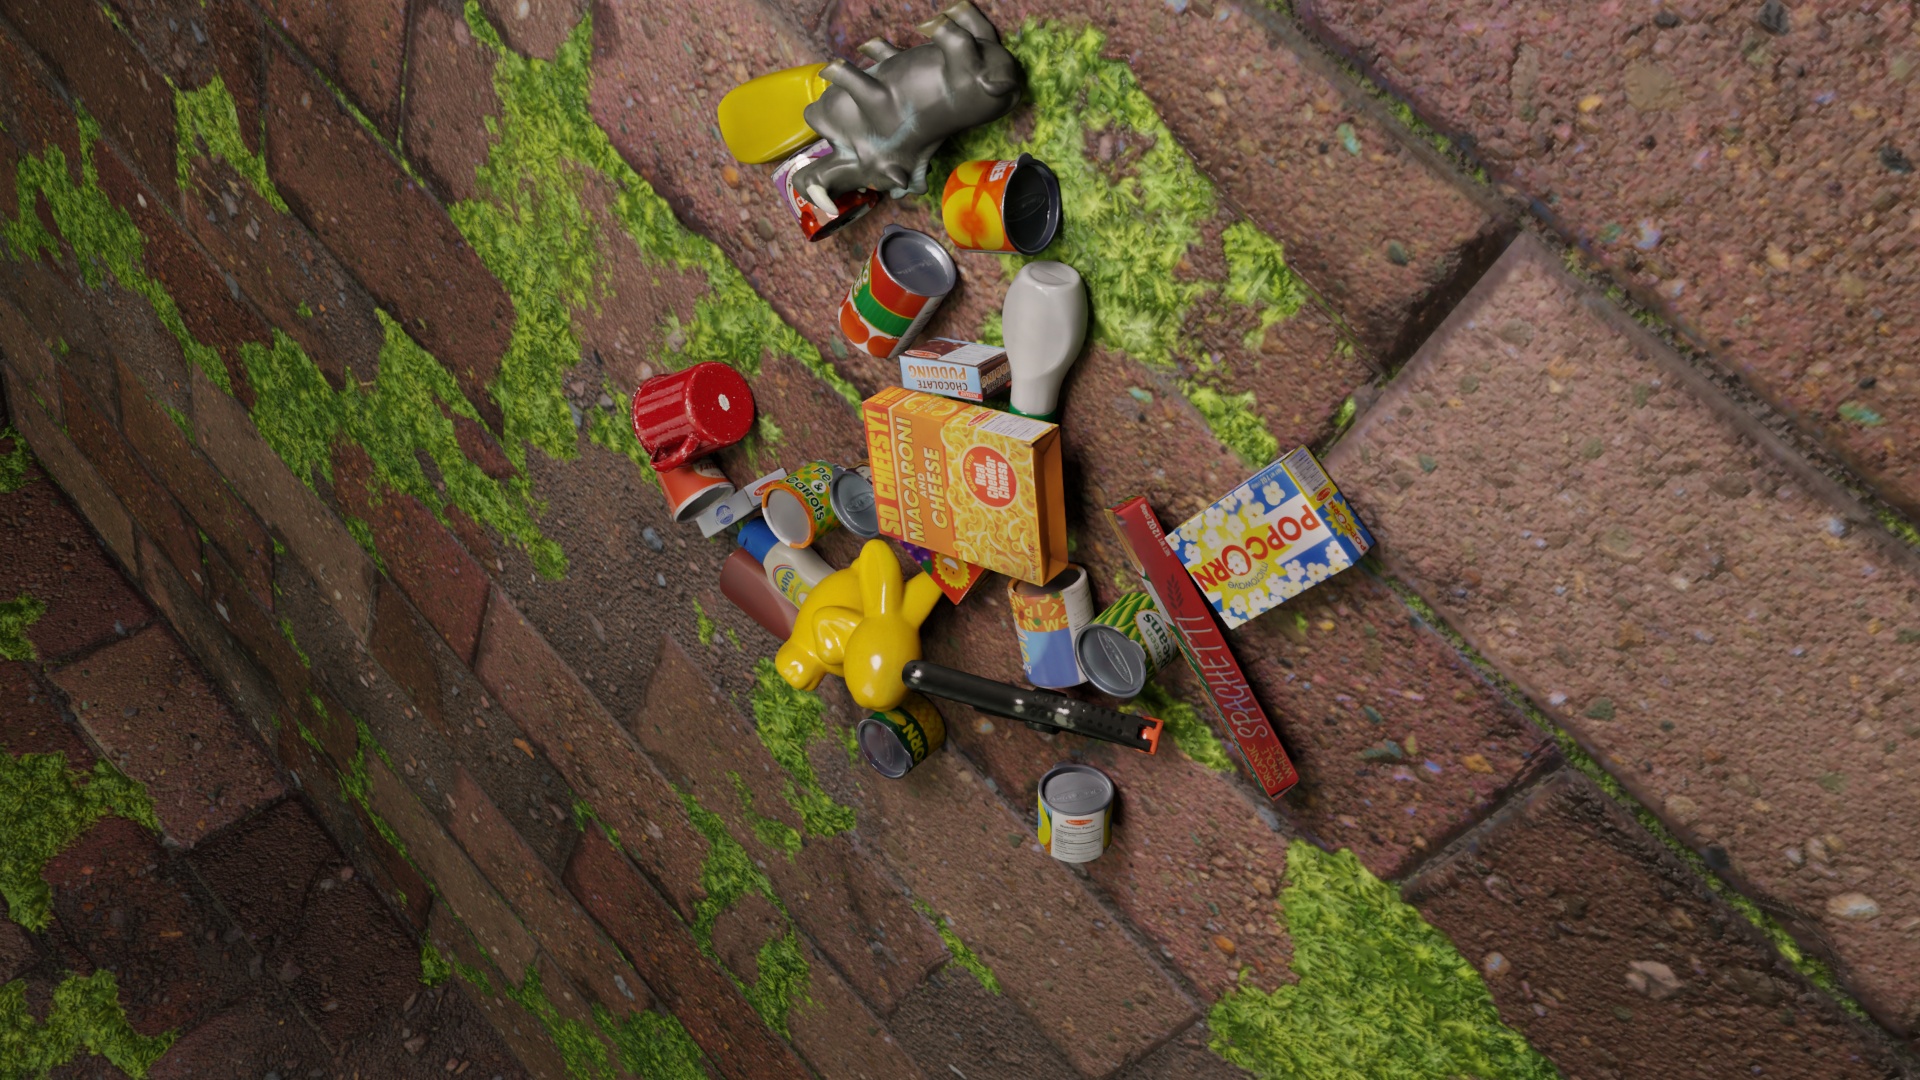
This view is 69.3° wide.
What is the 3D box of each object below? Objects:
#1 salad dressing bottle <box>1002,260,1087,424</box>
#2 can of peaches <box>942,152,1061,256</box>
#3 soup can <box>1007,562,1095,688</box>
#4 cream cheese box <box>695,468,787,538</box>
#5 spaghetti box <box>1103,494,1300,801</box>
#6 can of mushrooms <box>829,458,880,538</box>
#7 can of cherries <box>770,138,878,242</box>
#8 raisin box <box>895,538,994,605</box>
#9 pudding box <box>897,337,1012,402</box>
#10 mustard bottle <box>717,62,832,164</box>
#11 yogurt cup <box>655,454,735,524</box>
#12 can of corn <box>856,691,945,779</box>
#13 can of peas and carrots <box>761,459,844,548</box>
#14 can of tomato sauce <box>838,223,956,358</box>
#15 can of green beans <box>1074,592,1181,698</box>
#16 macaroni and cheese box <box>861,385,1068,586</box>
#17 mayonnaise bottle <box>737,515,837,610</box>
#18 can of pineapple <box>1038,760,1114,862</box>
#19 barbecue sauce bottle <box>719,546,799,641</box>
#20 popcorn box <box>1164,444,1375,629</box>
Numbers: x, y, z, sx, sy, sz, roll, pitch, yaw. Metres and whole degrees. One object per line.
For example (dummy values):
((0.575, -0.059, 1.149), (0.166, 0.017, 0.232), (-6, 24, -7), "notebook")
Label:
((0.059, -0.134, 1.038), (0.064, 0.044, 0.146), (29, 134, 26), "salad dressing bottle")
((0.028, -0.238, 0.982), (0.058, 0.071, 0.071), (12, 122, 40), "can of peaches")
((0.075, 0.068, 1.131), (0.071, 0.072, 0.083), (6, 118, 42), "soup can")
((-0.211, -0.036, 1.352), (0.103, 0.053, 0.024), (-25, 94, 49), "cream cheese box")
((0.182, 0.079, 1.047), (0.250, 0.029, 0.050), (60, 180, -5), "spaghetti box")
((-0.084, -0.040, 1.241), (0.071, 0.033, 0.070), (24, 130, 32), "can of mushrooms")
((-0.106, -0.274, 1.085), (0.071, 0.072, 0.058), (-25, 97, 49), "can of cherries")
((0.004, -0.015, 1.169), (0.086, 0.040, 0.122), (46, 137, 10), "raisin box")
((-0.002, -0.135, 1.089), (0.084, 0.050, 0.030), (15, 123, 37), "pudding box")
((-0.123, -0.337, 1.078), (0.160, 0.049, 0.065), (-2, 114, 44), "mustard bottle")
((-0.267, -0.056, 1.387), (0.054, 0.073, 0.072), (57, 140, 12), "yogurt cup")
((-0.055, 0.188, 1.340), (0.071, 0.058, 0.070), (23, 129, 32), "can of corn")
((-0.139, -0.034, 1.280), (0.071, 0.059, 0.070), (24, 130, 32), "can of peas and carrots")
((-0.052, -0.194, 1.087), (0.071, 0.071, 0.082), (50, 139, 7), "can of tomato sauce")
((0.133, 0.082, 1.091), (0.071, 0.058, 0.071), (24, 129, 32), "can of green beans")
((0.004, -0.045, 1.089), (0.166, 0.040, 0.123), (18, 127, 35), "macaroni and cheese box")
((-0.155, 0.035, 1.352), (0.148, 0.041, 0.064), (41, 135, 16), "mayonnaise bottle")
((0.101, 0.238, 1.218), (0.071, 0.071, 0.057), (22, 129, 33), "can of pineapple")
((-0.176, 0.070, 1.394), (0.149, 0.044, 0.064), (37, 135, 20), "barbecue sauce bottle")
((0.215, 0.000, 0.975), (0.085, 0.038, 0.126), (54, 139, 2), "popcorn box")
